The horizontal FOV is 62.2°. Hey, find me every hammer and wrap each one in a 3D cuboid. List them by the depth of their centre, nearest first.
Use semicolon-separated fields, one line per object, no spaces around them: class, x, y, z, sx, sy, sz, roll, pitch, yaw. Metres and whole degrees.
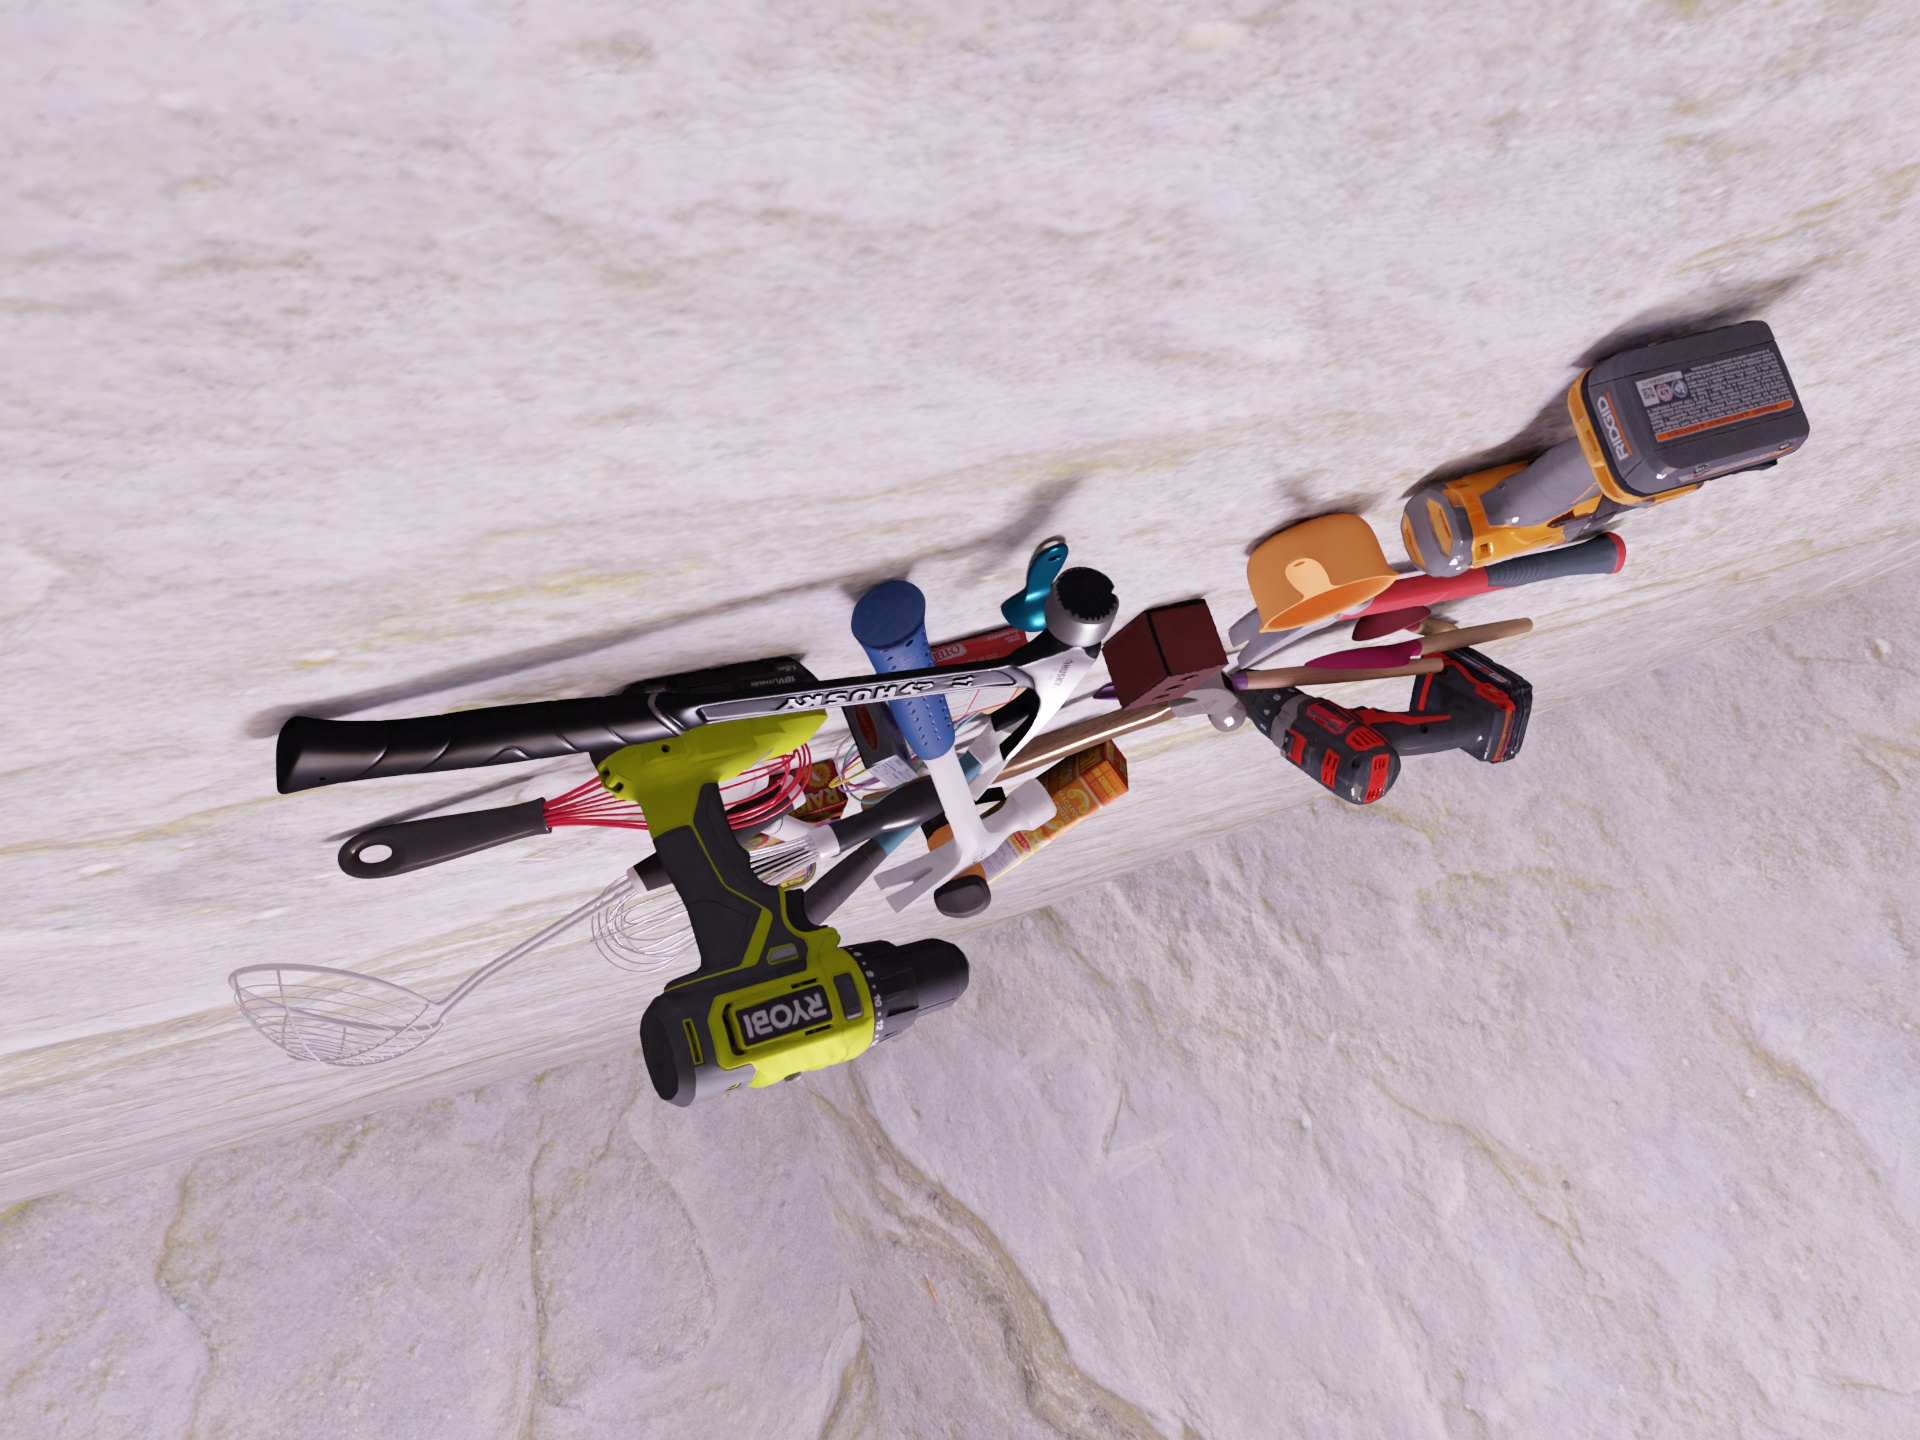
hammer;-0.128;-0.005;0.801;0.409;0.036;0.149;-7;152;-16
hammer;-0.018;0.024;1.015;0.144;0.035;0.405;-33;157;-6
hammer;-0.073;0.107;1.226;0.331;0.033;0.128;-42;170;-13
hammer;0.397;-0.107;1.292;0.386;0.038;0.143;-12;168;-32
hammer;0.068;0.024;1.330;0.331;0.031;0.130;-20;154;15
hammer;-0.004;0.103;1.349;0.127;0.034;0.337;-19;-169;-3

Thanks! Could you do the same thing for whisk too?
whisk;-0.237;0.054;0.986;0.296;0.073;0.073;-13;168;-4
whisk;-0.126;0.099;1.118;0.284;0.070;0.070;-22;171;-22
whisk;-0.002;-0.002;1.133;0.245;0.051;0.047;-29;159;30

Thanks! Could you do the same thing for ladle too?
ladle;0.422;-0.087;1.457;0.069;0.031;0.315;-17;173;28

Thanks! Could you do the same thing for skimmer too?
skimmer;-0.275;0.111;1.015;0.363;0.090;0.127;-31;157;-15

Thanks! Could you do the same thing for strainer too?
strainer;-0.145;0.071;1.151;0.087;0.050;0.258;-44;152;7

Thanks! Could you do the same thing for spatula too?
spatula;0.266;-0.035;1.358;0.316;0.018;0.059;-5;168;-12

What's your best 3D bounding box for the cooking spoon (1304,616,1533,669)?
cooking spoon;0.412;-0.067;1.393;0.318;0.017;0.069;-11;-167;-40

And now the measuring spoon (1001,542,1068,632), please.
measuring spoon;0.050;-0.074;0.922;0.042;0.021;0.128;-18;170;-7

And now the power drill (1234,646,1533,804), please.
power drill;0.368;-0.009;1.412;0.226;0.188;0.080;-13;123;-26

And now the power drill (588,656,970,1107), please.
power drill;-0.105;0.086;0.903;0.190;0.229;0.080;-12;167;-31

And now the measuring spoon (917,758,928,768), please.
measuring spoon;-0.003;0.035;1.393;0.034;0.018;0.124;-26;160;26

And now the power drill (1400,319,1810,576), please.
power drill;0.397;-0.157;0.958;0.185;0.084;0.226;-16;173;-17

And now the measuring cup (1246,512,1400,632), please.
measuring cup;0.214;-0.102;0.987;0.095;0.052;0.173;-22;166;17
